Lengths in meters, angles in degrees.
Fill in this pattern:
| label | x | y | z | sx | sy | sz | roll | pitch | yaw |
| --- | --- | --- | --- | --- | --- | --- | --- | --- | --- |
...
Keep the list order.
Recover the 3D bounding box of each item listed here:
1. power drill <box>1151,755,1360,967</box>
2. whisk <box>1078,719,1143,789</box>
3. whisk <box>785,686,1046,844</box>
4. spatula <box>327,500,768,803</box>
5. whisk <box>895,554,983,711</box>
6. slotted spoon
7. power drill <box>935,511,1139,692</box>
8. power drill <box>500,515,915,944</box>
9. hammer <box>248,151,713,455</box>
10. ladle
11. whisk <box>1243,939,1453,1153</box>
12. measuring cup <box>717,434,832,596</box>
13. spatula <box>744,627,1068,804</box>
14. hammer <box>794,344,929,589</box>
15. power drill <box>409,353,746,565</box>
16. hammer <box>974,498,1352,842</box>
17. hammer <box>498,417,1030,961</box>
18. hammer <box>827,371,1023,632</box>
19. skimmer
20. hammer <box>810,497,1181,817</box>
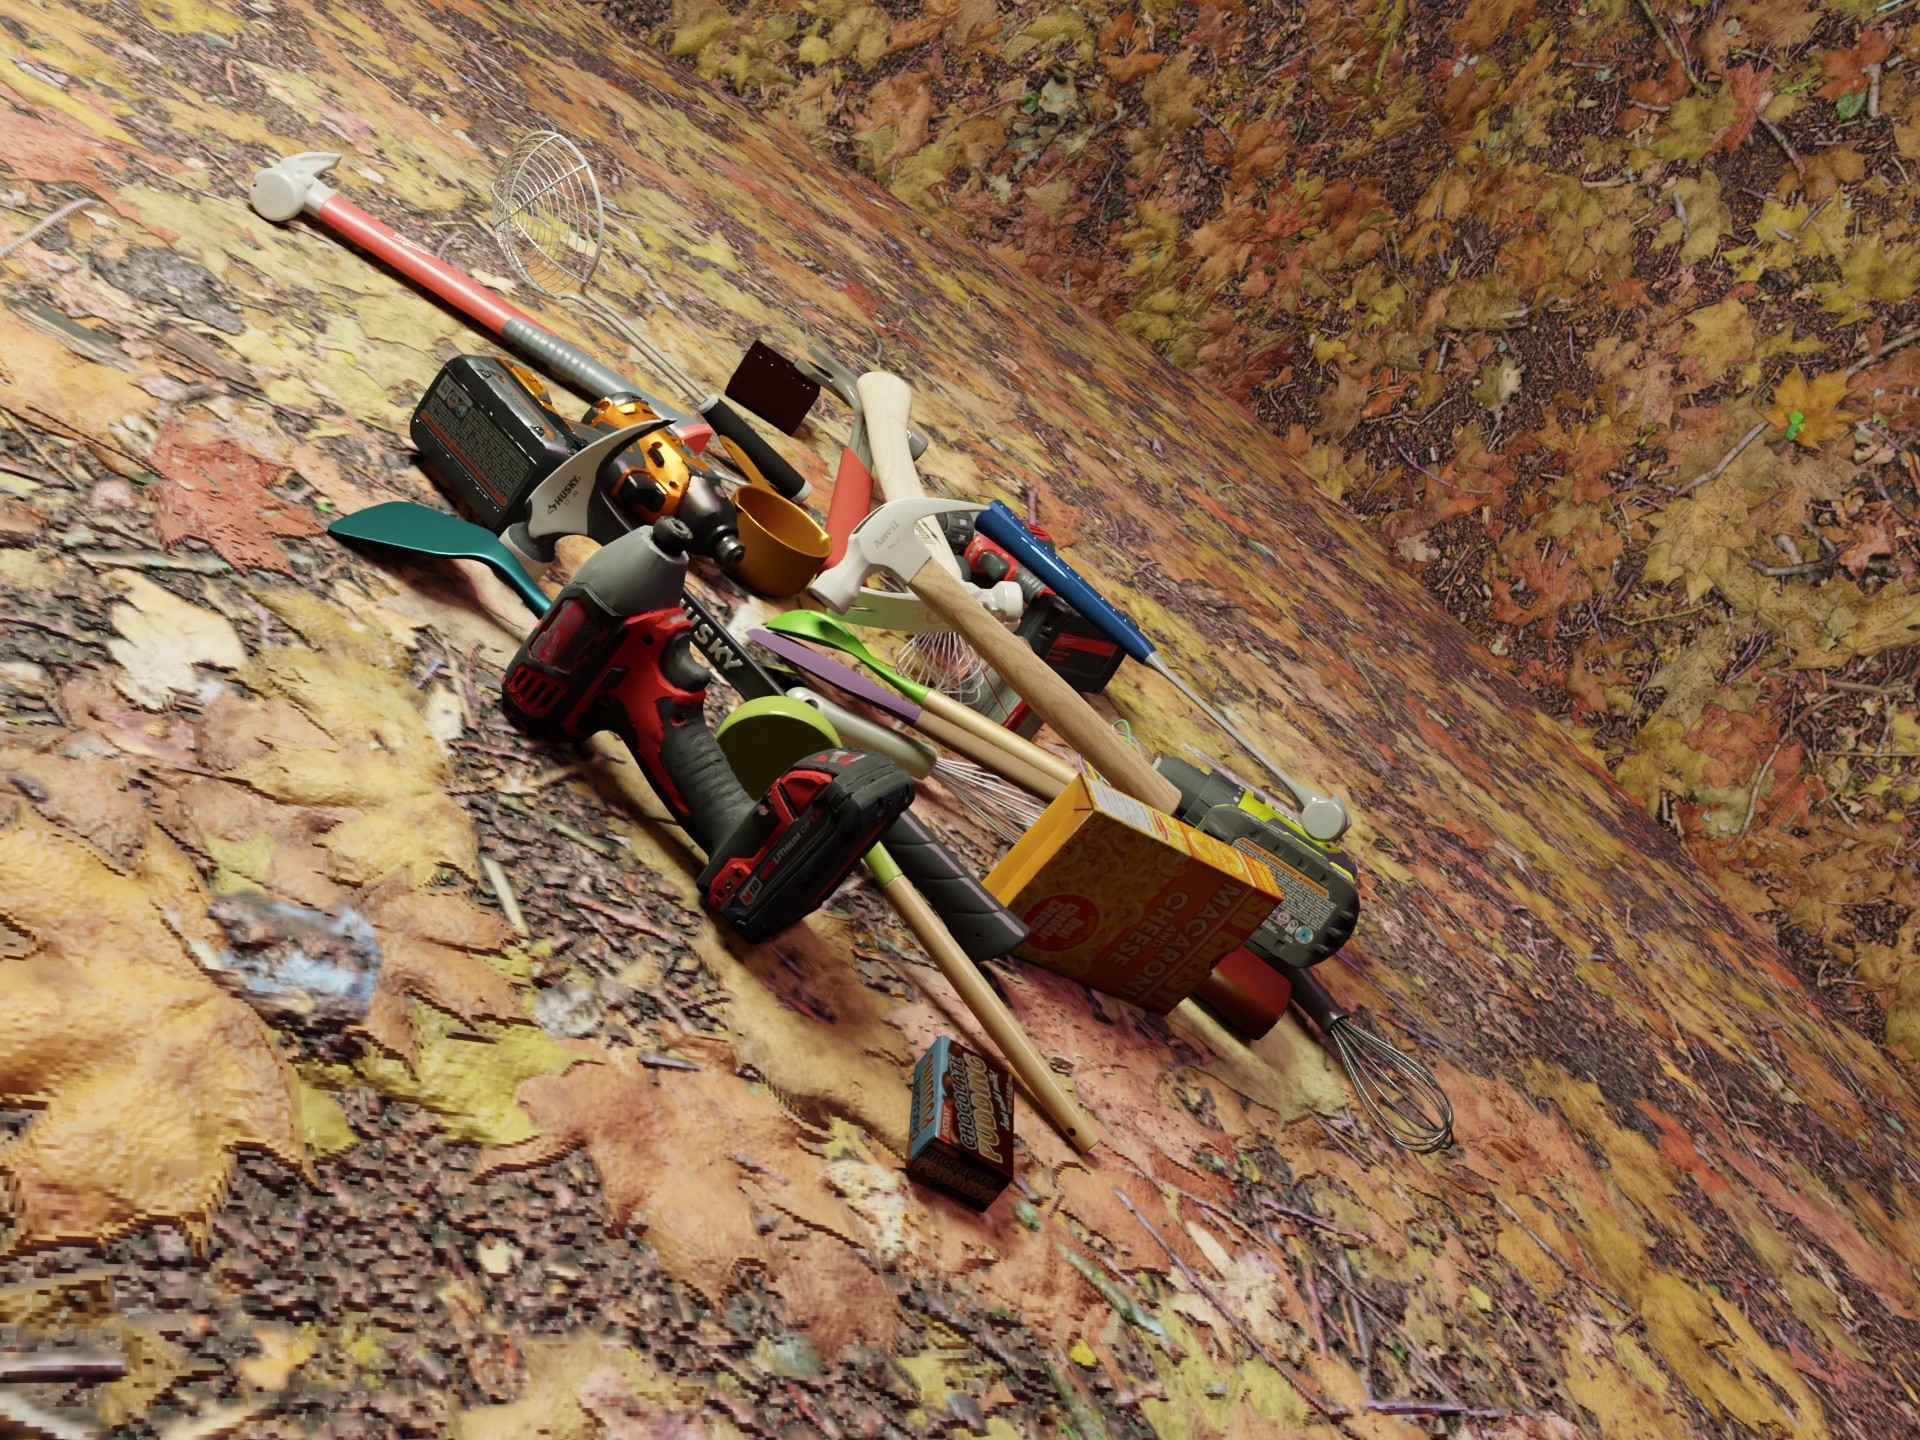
| label | x | y | z | sx | sy | sz | roll | pitch | yaw |
| --- | --- | --- | --- | --- | --- | --- | --- | --- | --- |
| power drill | 0.230 | 0.103 | 1.268 | 0.190 | 0.080 | 0.228 | 33 | 11 | 3 |
| whisk | 0.135 | 0.074 | 1.273 | 0.047 | 0.051 | 0.245 | 35 | 24 | -22 |
| whisk | -0.017 | 0.034 | 1.123 | 0.246 | 0.058 | 0.059 | 25 | -10 | -22 |
| spatula | -0.229 | -0.036 | 0.956 | 0.317 | 0.044 | 0.082 | 41 | 22 | -4 |
| whisk | -0.012 | -0.080 | 1.303 | 0.070 | 0.070 | 0.285 | 33 | 23 | -12 |
| slotted spoon | -0.002 | -0.004 | 1.138 | 0.314 | 0.031 | 0.070 | 30 | 1 | 11 |
| power drill | 0.042 | -0.129 | 1.486 | 0.187 | 0.080 | 0.227 | 10 | 31 | -37 |
| power drill | -0.138 | 0.001 | 0.864 | 0.220 | 0.143 | 0.078 | 44 | 20 | 9 |
| hammer | -0.373 | -0.334 | 1.300 | 0.386 | 0.038 | 0.143 | 32 | 21 | -15 |
| ladle | -0.030 | 0.117 | 0.906 | 0.320 | 0.078 | 0.062 | 52 | 34 | 10 |
| whisk | 0.282 | 0.229 | 1.193 | 0.055 | 0.055 | 0.239 | 14 | 27 | -45 |
| measuring cup | -0.168 | -0.162 | 1.260 | 0.095 | 0.052 | 0.174 | 15 | 29 | -44 |
| spatula | -0.007 | 0.011 | 1.100 | 0.316 | 0.018 | 0.060 | 28 | 11 | 2 |
| hammer | -0.102 | -0.214 | 1.412 | 0.149 | 0.036 | 0.359 | 36 | 29 | -20 |
| power drill | -0.251 | -0.172 | 1.114 | 0.164 | 0.084 | 0.226 | 46 | 19 | 17 |
| hammer | 0.167 | -0.043 | 1.331 | 0.406 | 0.035 | 0.144 | 43 | 10 | 15 |
| hammer | -0.108 | -0.009 | 0.975 | 0.409 | 0.149 | 0.036 | 46 | 22 | 2 |
| hammer | -0.058 | -0.197 | 1.342 | 0.146 | 0.038 | 0.411 | 2 | 35 | -13 |
| skimmer | -0.246 | -0.328 | 1.341 | 0.363 | 0.127 | 0.090 | 42 | 52 | -30 |
| hammer | 0.049 | -0.038 | 1.180 | 0.331 | 0.130 | 0.031 | 43 | -9 | -20 |
